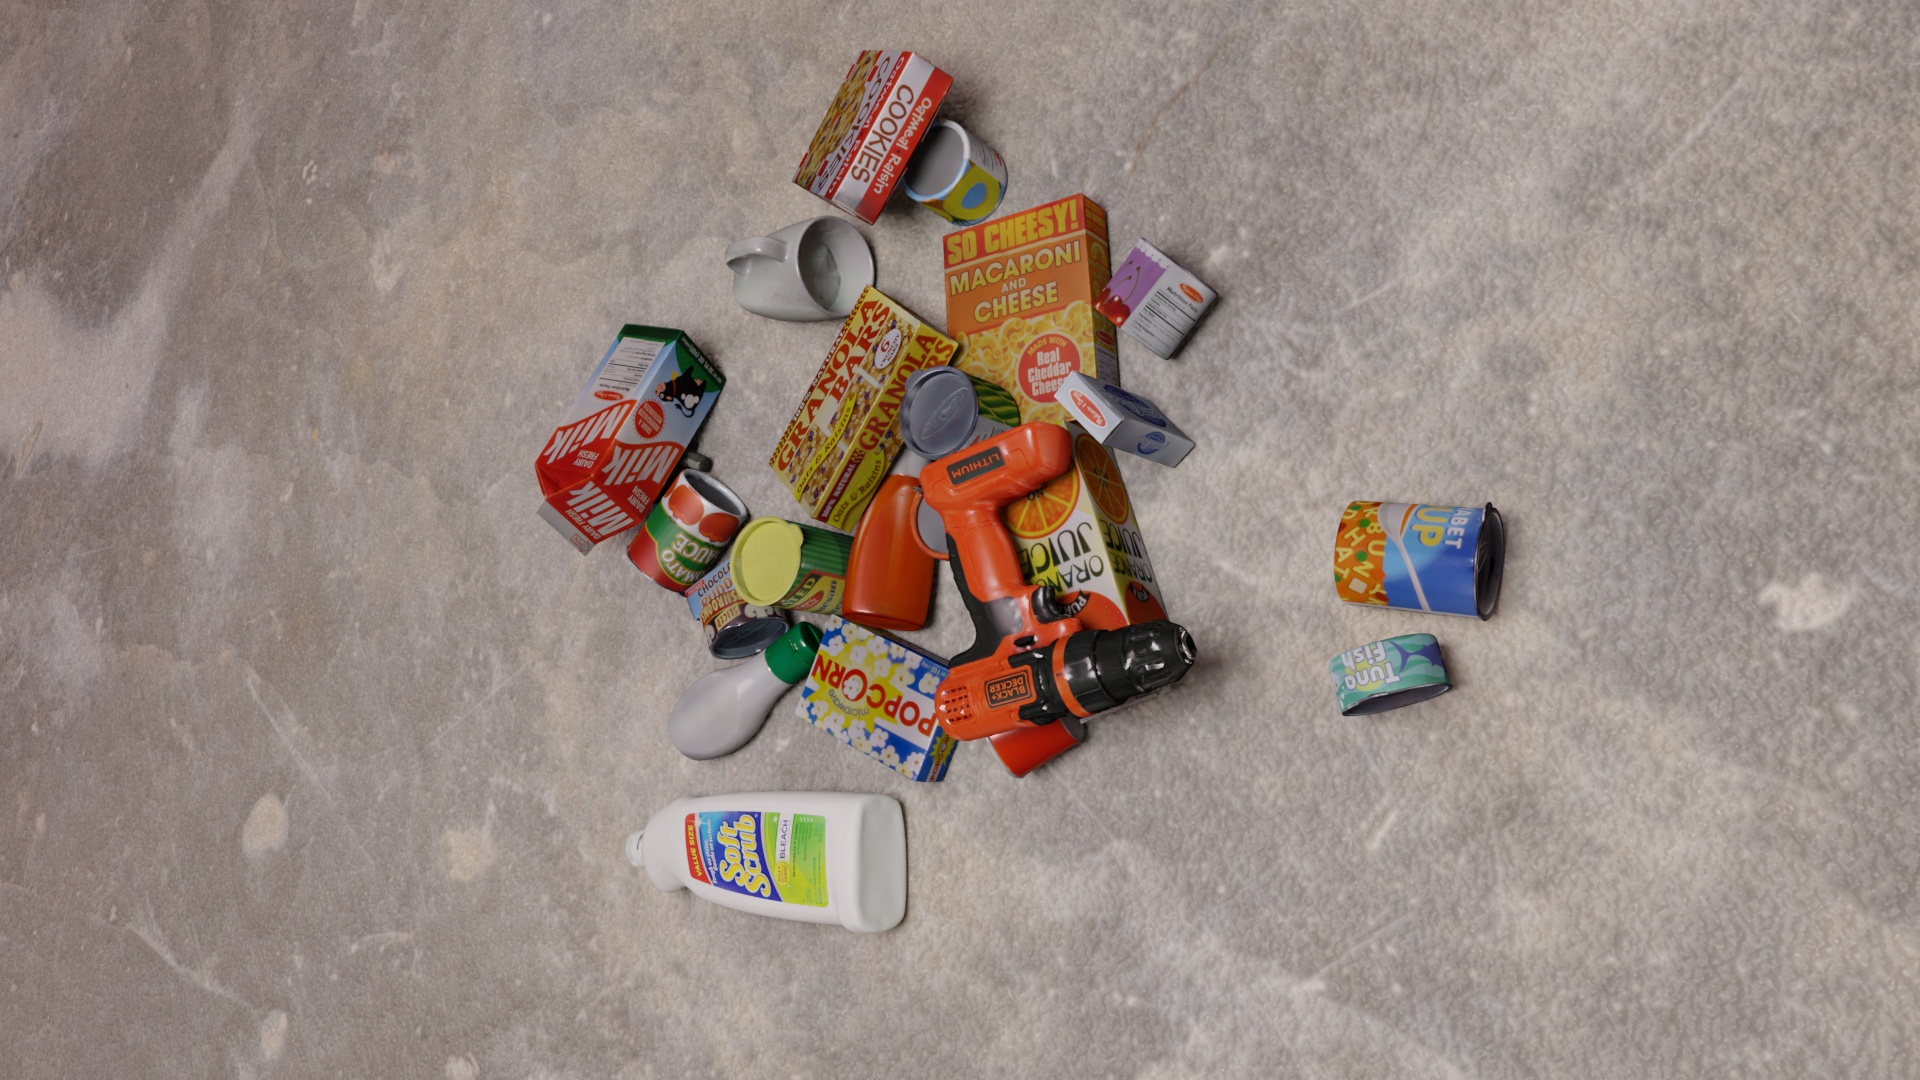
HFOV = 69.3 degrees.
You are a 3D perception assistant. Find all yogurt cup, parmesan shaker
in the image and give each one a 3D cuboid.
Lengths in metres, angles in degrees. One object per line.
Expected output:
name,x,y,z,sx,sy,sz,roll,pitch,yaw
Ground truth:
yogurt cup,0.049,0.123,0.954,0.054,0.072,0.072,-27,68,17
parmesan shaker,-0.113,0.021,1.052,0.071,0.103,0.071,-6,78,32

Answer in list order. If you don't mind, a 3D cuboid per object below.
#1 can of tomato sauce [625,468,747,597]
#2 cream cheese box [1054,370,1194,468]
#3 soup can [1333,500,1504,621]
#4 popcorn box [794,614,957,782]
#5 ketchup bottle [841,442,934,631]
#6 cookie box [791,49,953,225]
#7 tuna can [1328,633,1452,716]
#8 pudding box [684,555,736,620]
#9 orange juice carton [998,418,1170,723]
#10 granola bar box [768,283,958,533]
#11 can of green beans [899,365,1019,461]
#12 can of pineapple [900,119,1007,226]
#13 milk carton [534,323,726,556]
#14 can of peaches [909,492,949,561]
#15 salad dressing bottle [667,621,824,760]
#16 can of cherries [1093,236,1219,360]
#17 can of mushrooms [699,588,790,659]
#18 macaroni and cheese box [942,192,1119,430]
can of tomato sauce,-0.225,-0.006,1.150,0.071,0.071,0.083,45,105,30
cream cheese box,0.111,-0.080,0.929,0.024,0.104,0.053,-51,58,19
soup can,0.274,0.008,0.829,0.084,0.071,0.071,6,84,33
popcorn box,-0.055,0.116,1.035,0.127,0.038,0.085,23,94,33
ketchup bottle,-0.047,-0.009,1.044,0.043,0.065,0.149,146,134,-69
cookie box,-0.072,-0.317,1.081,0.122,0.040,0.168,-60,25,8
tuna can,0.254,0.080,0.827,0.071,0.071,0.033,-22,69,27
pudding box,-0.175,0.034,1.120,0.083,0.050,0.030,-35,66,23
orange juice carton,0.084,0.023,0.945,0.071,0.073,0.193,-26,69,26
granola bar box,-0.077,-0.103,1.064,0.165,0.039,0.124,-60,31,9
can of green beans,0.000,-0.085,0.980,0.071,0.058,0.071,-5,80,33
can of pineapple,-0.008,-0.281,1.070,0.071,0.058,0.071,-6,78,32
milk carton,-0.283,-0.083,1.159,0.073,0.072,0.191,11,63,33
can of peaches,0.004,-0.013,1.011,0.071,0.058,0.071,-6,78,31
salad dressing bottle,-0.168,0.119,1.104,0.147,0.044,0.064,-37,67,20
can of cherries,0.133,-0.167,0.956,0.071,0.071,0.058,45,106,30
can of mushrooms,-0.172,0.064,1.100,0.071,0.071,0.033,-33,64,23
macaroni and cheese box,0.050,-0.156,1.020,0.123,0.040,0.166,-10,76,31
